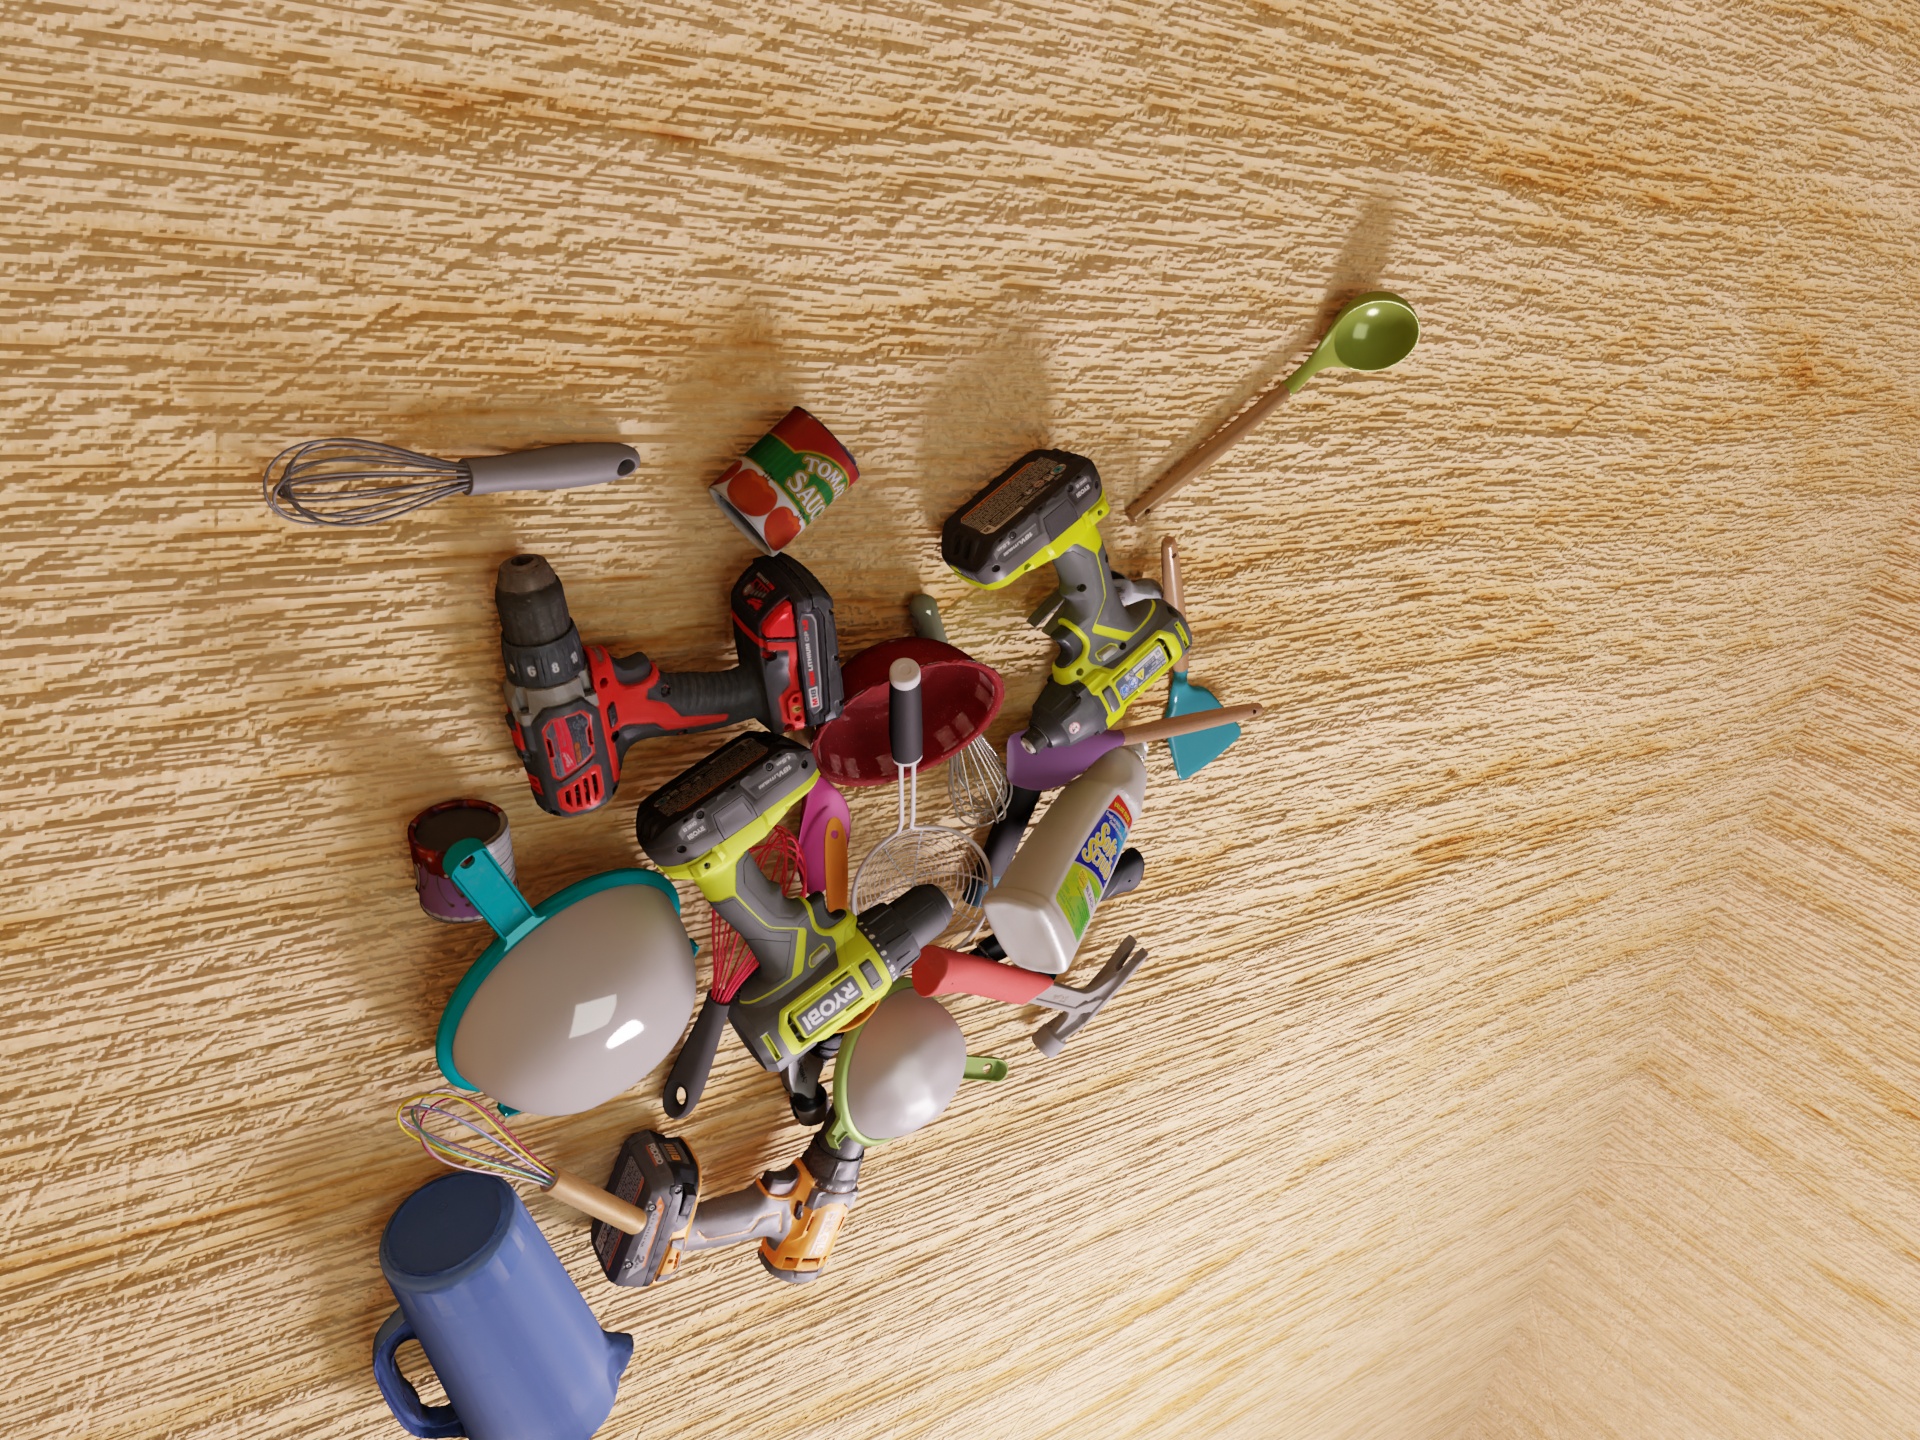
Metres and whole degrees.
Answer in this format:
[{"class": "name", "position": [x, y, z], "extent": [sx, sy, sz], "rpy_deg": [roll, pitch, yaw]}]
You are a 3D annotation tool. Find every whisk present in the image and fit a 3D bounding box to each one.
[{"class": "whisk", "position": [-0.326, 0.341, 1.212], "extent": [0.047, 0.051, 0.244], "rpy_deg": [-54, 128, -9]}, {"class": "whisk", "position": [-0.299, -0.151, 0.963], "extent": [0.239, 0.055, 0.055], "rpy_deg": [-14, 126, -41]}, {"class": "whisk", "position": [-0.002, -0.004, 1.326], "extent": [0.059, 0.058, 0.246], "rpy_deg": [-30, 129, -17]}, {"class": "whisk", "position": [-0.189, 0.209, 1.294], "extent": [0.073, 0.073, 0.295], "rpy_deg": [1, 121, -43]}]

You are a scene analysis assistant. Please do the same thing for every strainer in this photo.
[{"class": "strainer", "position": [-0.011, 0.316, 1.430], "extent": [0.256, 0.069, 0.151], "rpy_deg": [21, 81, -53]}, {"class": "strainer", "position": [-0.270, 0.184, 1.103], "extent": [0.211, 0.095, 0.340], "rpy_deg": [-41, 155, -18]}]

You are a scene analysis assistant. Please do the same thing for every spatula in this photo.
[{"class": "spatula", "position": [0.209, -0.060, 1.460], "extent": [0.082, 0.044, 0.317], "rpy_deg": [-36, 147, -12]}, {"class": "spatula", "position": [0.165, 0.014, 1.455], "extent": [0.316, 0.018, 0.059], "rpy_deg": [-11, 108, -36]}]

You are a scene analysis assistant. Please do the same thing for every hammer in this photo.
[{"class": "hammer", "position": [0.075, 0.020, 1.422], "extent": [0.128, 0.033, 0.331], "rpy_deg": [3, 114, -44]}, {"class": "hammer", "position": [0.008, 0.223, 1.485], "extent": [0.409, 0.036, 0.149], "rpy_deg": [-27, 131, -23]}, {"class": "hammer", "position": [0.060, 0.241, 1.480], "extent": [0.149, 0.037, 0.358], "rpy_deg": [-49, 150, 7]}]

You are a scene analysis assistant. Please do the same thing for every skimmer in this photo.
[{"class": "skimmer", "position": [-0.031, 0.081, 1.261], "extent": [0.127, 0.090, 0.363], "rpy_deg": [-17, 151, -11]}]

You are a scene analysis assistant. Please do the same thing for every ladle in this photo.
[{"class": "ladle", "position": [0.274, -0.269, 1.393], "extent": [0.320, 0.062, 0.078], "rpy_deg": [-40, 136, -11]}]

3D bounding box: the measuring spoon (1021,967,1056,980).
[{"class": "measuring spoon", "position": [0.078, 0.206, 1.567], "extent": [0.042, 0.021, 0.128], "rpy_deg": [-8, 113, -29]}]

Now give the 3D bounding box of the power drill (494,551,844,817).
[{"class": "power drill", "position": [-0.202, -0.047, 1.086], "extent": [0.226, 0.080, 0.187], "rpy_deg": [-19, 126, -22]}]

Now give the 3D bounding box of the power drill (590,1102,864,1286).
[{"class": "power drill", "position": [-0.186, 0.406, 1.387], "extent": [0.226, 0.084, 0.185], "rpy_deg": [12, 108, -36]}]

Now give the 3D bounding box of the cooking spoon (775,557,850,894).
[{"class": "cooking spoon", "position": [-0.122, 0.011, 1.248], "extent": [0.069, 0.017, 0.318], "rpy_deg": [-41, 140, -40]}]

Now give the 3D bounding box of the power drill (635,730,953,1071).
[{"class": "power drill", "position": [-0.119, 0.124, 1.188], "extent": [0.190, 0.080, 0.228], "rpy_deg": [-35, 115, -18]}]

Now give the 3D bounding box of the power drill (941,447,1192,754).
[{"class": "power drill", "position": [0.082, -0.090, 1.287], "extent": [0.171, 0.080, 0.223], "rpy_deg": [-41, 125, -14]}]

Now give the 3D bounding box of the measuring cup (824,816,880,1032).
[{"class": "measuring cup", "position": [-0.112, 0.167, 1.307], "extent": [0.095, 0.052, 0.174], "rpy_deg": [3, 82, -30]}]
